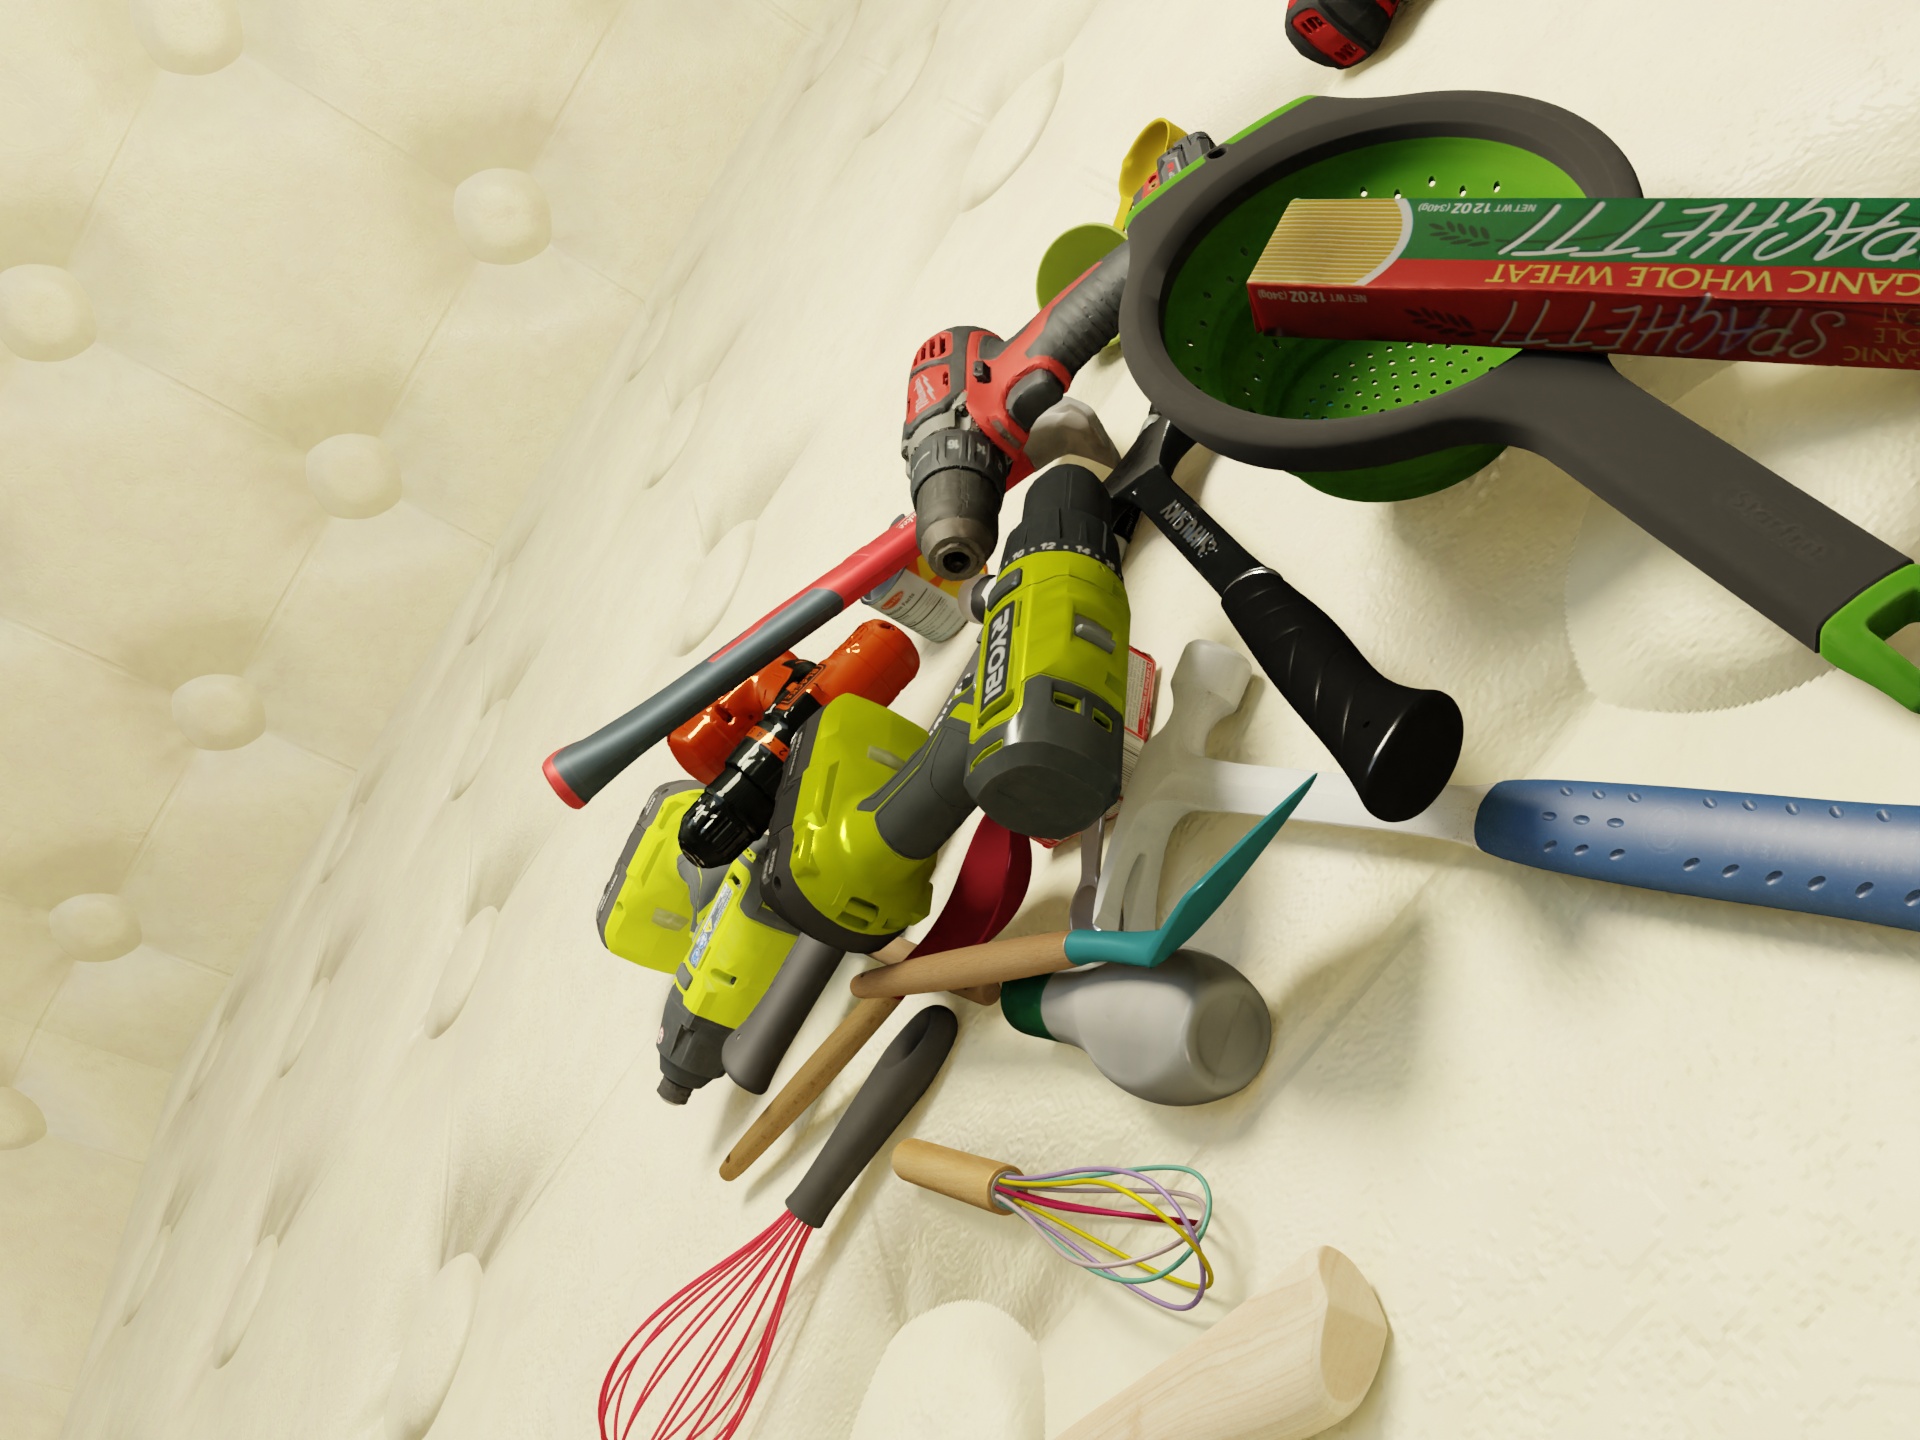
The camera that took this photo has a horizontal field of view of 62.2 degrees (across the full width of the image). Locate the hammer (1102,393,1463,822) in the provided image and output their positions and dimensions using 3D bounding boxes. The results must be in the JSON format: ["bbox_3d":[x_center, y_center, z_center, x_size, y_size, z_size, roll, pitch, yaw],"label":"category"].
[{"bbox_3d":[0.118,-0.059,0.699,0.149,0.036,0.409,-47,21,12],"label":"hammer"}]

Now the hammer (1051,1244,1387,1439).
[{"bbox_3d":[0.002,0.317,0.614,0.410,0.038,0.146,-48,27,25],"label":"hammer"}]

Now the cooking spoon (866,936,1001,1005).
[{"bbox_3d":[-0.057,0.127,0.929,0.319,0.017,0.069,6,73,63],"label":"cooking spoon"}]

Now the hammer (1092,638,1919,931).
[{"bbox_3d":[0.180,0.039,0.565,0.406,0.035,0.144,4,68,62],"label":"hammer"}]

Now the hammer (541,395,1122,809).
[{"bbox_3d":[-0.080,-0.067,0.941,0.386,0.038,0.143,-36,24,-2],"label":"hammer"}]

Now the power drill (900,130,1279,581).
[{"bbox_3d":[0.060,-0.181,0.830,0.226,0.080,0.188,-30,37,27],"label":"power drill"}]

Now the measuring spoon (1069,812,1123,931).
[{"bbox_3d":[0.068,0.048,0.744,0.034,0.018,0.124,167,109,-64],"label":"measuring spoon"}]

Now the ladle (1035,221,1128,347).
[{"bbox_3d":[0.136,-0.241,0.905,0.320,0.062,0.078,-144,57,-61],"label":"ladle"}]

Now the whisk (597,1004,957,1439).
[{"bbox_3d":[-0.092,0.268,0.815,0.296,0.073,0.073,-55,26,0],"label":"whisk"}]

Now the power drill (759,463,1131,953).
[{"bbox_3d":[-0.001,-0.002,0.760,0.228,0.080,0.191,-41,32,43],"label":"power drill"}]

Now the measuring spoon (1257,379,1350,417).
[{"bbox_3d":[0.174,-0.160,0.804,0.129,0.021,0.042,-98,31,-64],"label":"measuring spoon"}]

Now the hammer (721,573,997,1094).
[{"bbox_3d":[-0.036,0.061,0.906,0.335,0.035,0.146,-59,25,-7],"label":"hammer"}]

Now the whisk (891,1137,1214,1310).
[{"bbox_3d":[0.029,0.199,0.674,0.245,0.047,0.051,-12,55,62],"label":"whisk"}]

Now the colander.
[{"bbox_3d":[0.211,-0.110,0.605,0.204,0.094,0.398,-34,47,-1],"label":"colander"}]

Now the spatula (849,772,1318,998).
[{"bbox_3d":[0.031,0.090,0.684,0.082,0.044,0.317,-37,8,-36],"label":"spatula"}]

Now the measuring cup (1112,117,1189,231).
[{"bbox_3d":[0.116,-0.323,1.067,0.062,0.029,0.156,35,108,64],"label":"measuring cup"}]

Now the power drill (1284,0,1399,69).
[{"bbox_3d":[0.272,-0.459,0.855,0.220,0.078,0.143,-12,54,61],"label":"power drill"}]

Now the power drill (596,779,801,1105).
[{"bbox_3d":[-0.170,0.136,1.041,0.171,0.080,0.223,-63,25,3],"label":"power drill"}]

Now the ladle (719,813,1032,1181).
[{"bbox_3d":[-0.049,0.157,0.839,0.315,0.031,0.069,-51,27,30],"label":"ladle"}]
